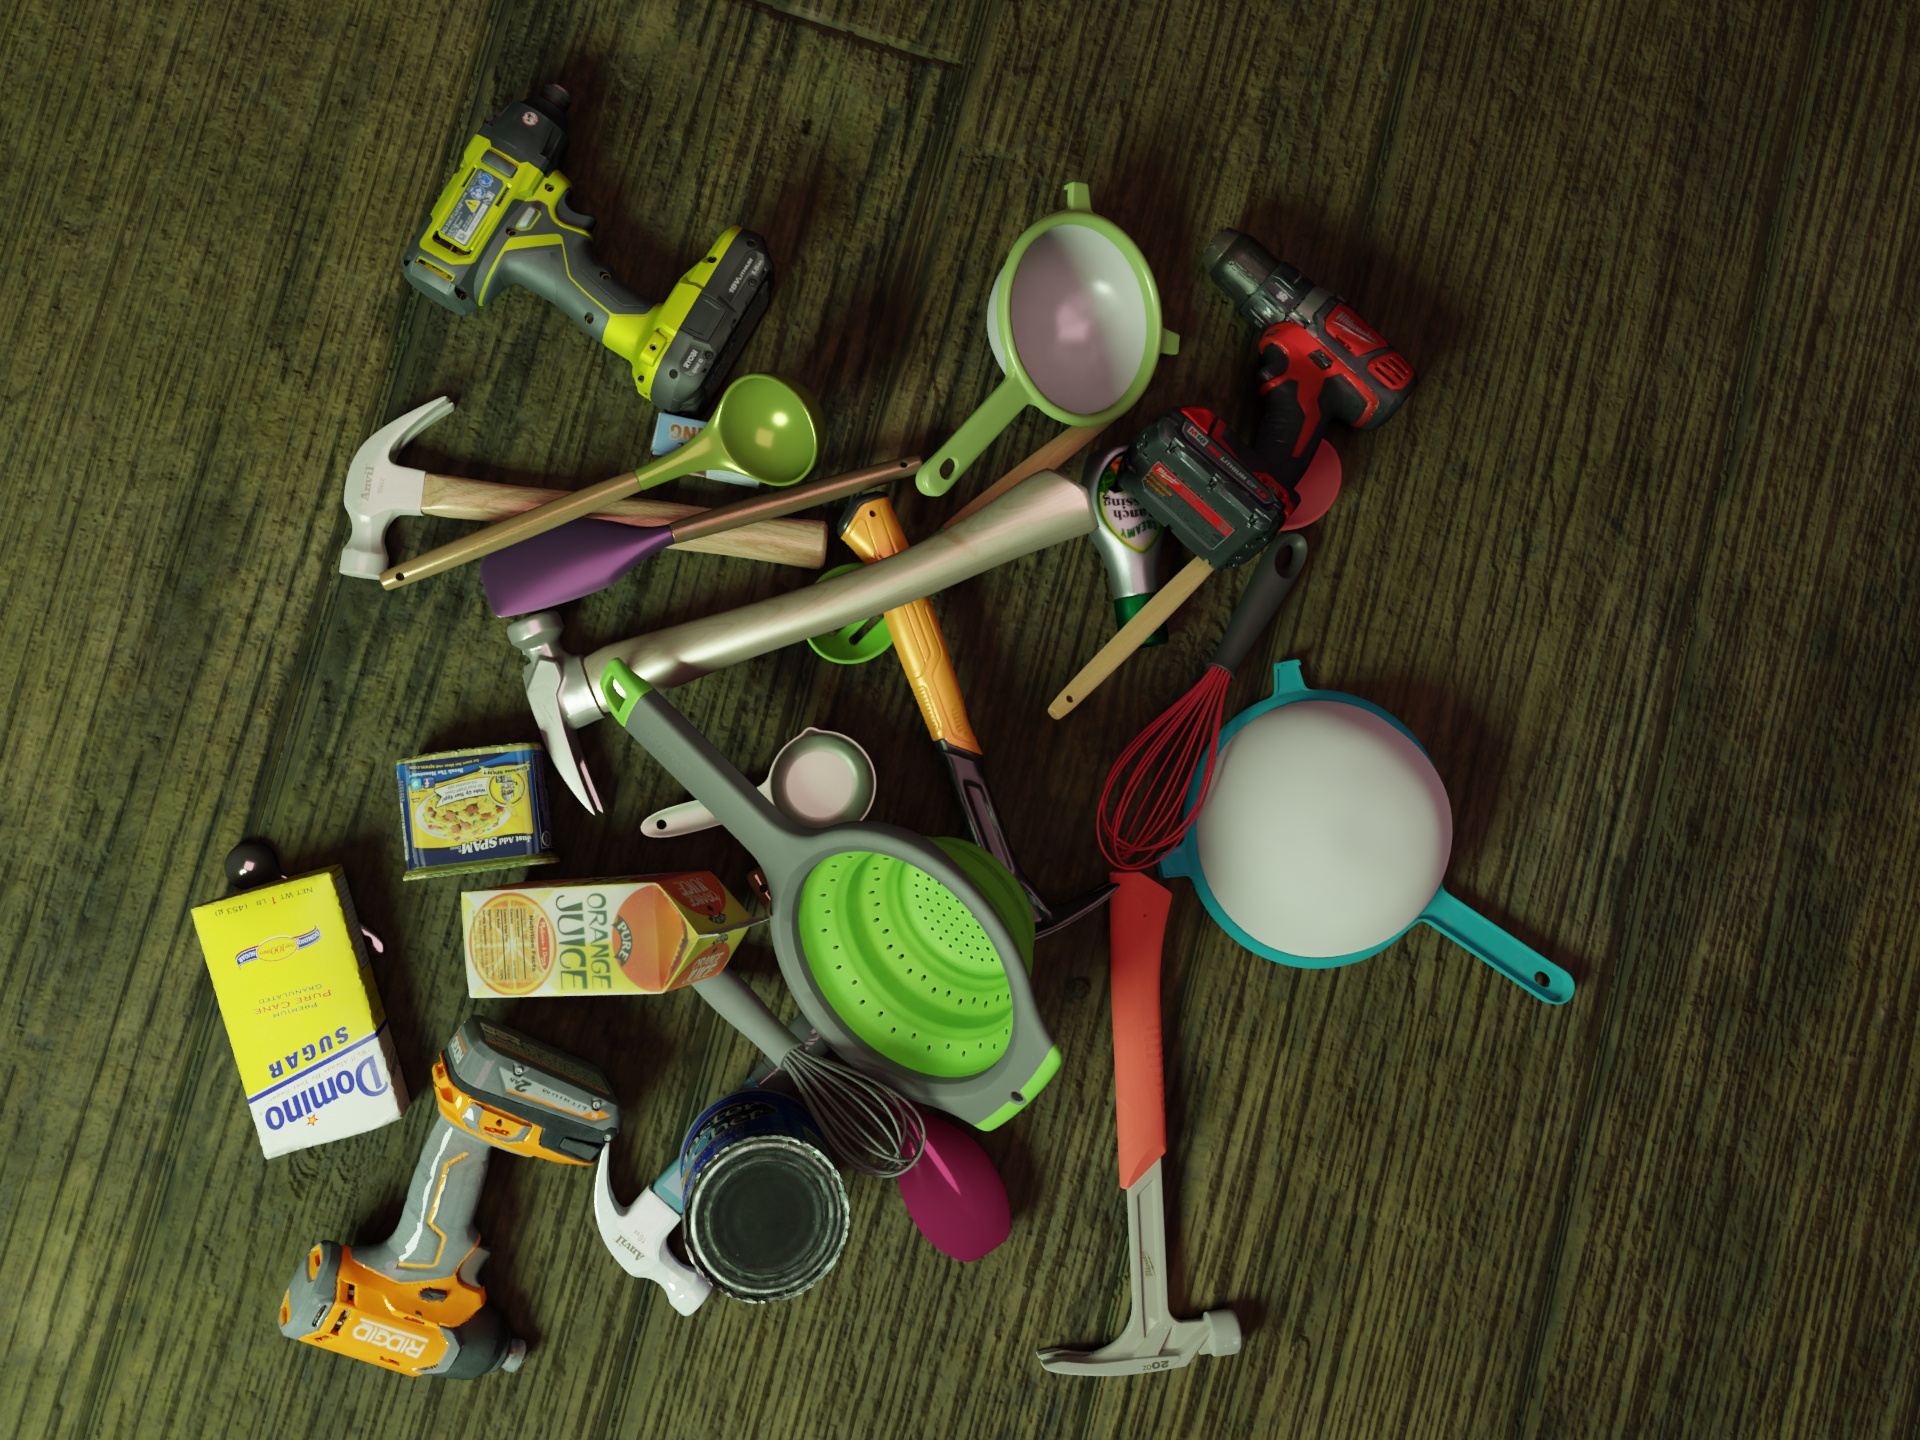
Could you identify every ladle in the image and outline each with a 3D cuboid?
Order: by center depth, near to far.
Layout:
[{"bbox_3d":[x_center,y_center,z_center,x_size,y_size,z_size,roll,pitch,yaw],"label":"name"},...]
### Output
[{"bbox_3d":[-0.242,-0.151,1.069,0.320,0.062,0.078,-22,107,-1],"label":"ladle"},{"bbox_3d":[0.170,-0.104,1.156,0.069,0.031,0.315,46,68,1],"label":"ladle"}]

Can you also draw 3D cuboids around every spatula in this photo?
[{"bbox_3d":[-0.177,-0.140,1.110,0.316,0.018,0.060,-17,80,-9],"label":"spatula"}]

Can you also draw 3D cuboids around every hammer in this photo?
[{"bbox_3d":[-0.100,-0.066,1.089,0.410,0.038,0.146,-20,92,6],"label":"hammer"},{"bbox_3d":[-0.259,-0.147,1.122,0.331,0.031,0.130,6,87,-9],"label":"hammer"},{"bbox_3d":[-0.128,0.251,1.124,0.128,0.033,0.331,43,82,-6],"label":"hammer"},{"bbox_3d":[-0.002,-0.004,1.127,0.127,0.034,0.337,-22,93,-12],"label":"hammer"},{"bbox_3d":[0.122,0.290,1.160,0.149,0.037,0.359,-2,88,-9],"label":"hammer"}]

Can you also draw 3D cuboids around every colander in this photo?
[{"bbox_3d":[-0.077,0.088,1.059,0.397,0.204,0.094,44,41,8],"label":"colander"}]

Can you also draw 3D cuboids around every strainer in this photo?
[{"bbox_3d":[0.039,-0.250,1.136,0.256,0.069,0.151,-50,120,-20],"label":"strainer"},{"bbox_3d":[0.329,0.115,1.169,0.340,0.095,0.211,34,83,-5],"label":"strainer"}]

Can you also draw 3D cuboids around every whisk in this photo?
[{"bbox_3d":[-0.112,0.222,1.069,0.239,0.055,0.055,36,81,30],"label":"whisk"},{"bbox_3d":[0.183,-0.019,1.174,0.073,0.073,0.296,32,76,-6],"label":"whisk"}]

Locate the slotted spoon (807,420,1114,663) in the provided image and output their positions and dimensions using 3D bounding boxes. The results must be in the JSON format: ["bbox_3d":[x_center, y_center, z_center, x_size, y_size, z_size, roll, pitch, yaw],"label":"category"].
[{"bbox_3d":[0.012,-0.149,1.167,0.314,0.031,0.070,-39,94,-10],"label":"slotted spoon"}]

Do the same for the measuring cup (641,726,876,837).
[{"bbox_3d":[-0.143,0.056,1.129,0.167,0.038,0.083,-14,90,-7],"label":"measuring cup"}]

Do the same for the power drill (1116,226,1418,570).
[{"bbox_3d":[0.209,-0.241,1.152,0.188,0.080,0.227,42,65,-1],"label":"power drill"}]

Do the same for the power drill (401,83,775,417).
[{"bbox_3d":[-0.249,-0.327,1.110,0.223,0.080,0.171,29,84,-3],"label":"power drill"}]

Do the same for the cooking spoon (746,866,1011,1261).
[{"bbox_3d":[-0.061,0.239,1.110,0.069,0.017,0.319,-32,94,-6],"label":"cooking spoon"}]

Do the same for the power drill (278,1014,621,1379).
[{"bbox_3d":[-0.321,0.330,1.061,0.164,0.084,0.226,33,86,-27],"label":"power drill"}]

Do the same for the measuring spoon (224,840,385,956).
[{"bbox_3d":[-0.447,0.125,1.087,0.124,0.018,0.034,35,83,-7],"label":"measuring spoon"}]
